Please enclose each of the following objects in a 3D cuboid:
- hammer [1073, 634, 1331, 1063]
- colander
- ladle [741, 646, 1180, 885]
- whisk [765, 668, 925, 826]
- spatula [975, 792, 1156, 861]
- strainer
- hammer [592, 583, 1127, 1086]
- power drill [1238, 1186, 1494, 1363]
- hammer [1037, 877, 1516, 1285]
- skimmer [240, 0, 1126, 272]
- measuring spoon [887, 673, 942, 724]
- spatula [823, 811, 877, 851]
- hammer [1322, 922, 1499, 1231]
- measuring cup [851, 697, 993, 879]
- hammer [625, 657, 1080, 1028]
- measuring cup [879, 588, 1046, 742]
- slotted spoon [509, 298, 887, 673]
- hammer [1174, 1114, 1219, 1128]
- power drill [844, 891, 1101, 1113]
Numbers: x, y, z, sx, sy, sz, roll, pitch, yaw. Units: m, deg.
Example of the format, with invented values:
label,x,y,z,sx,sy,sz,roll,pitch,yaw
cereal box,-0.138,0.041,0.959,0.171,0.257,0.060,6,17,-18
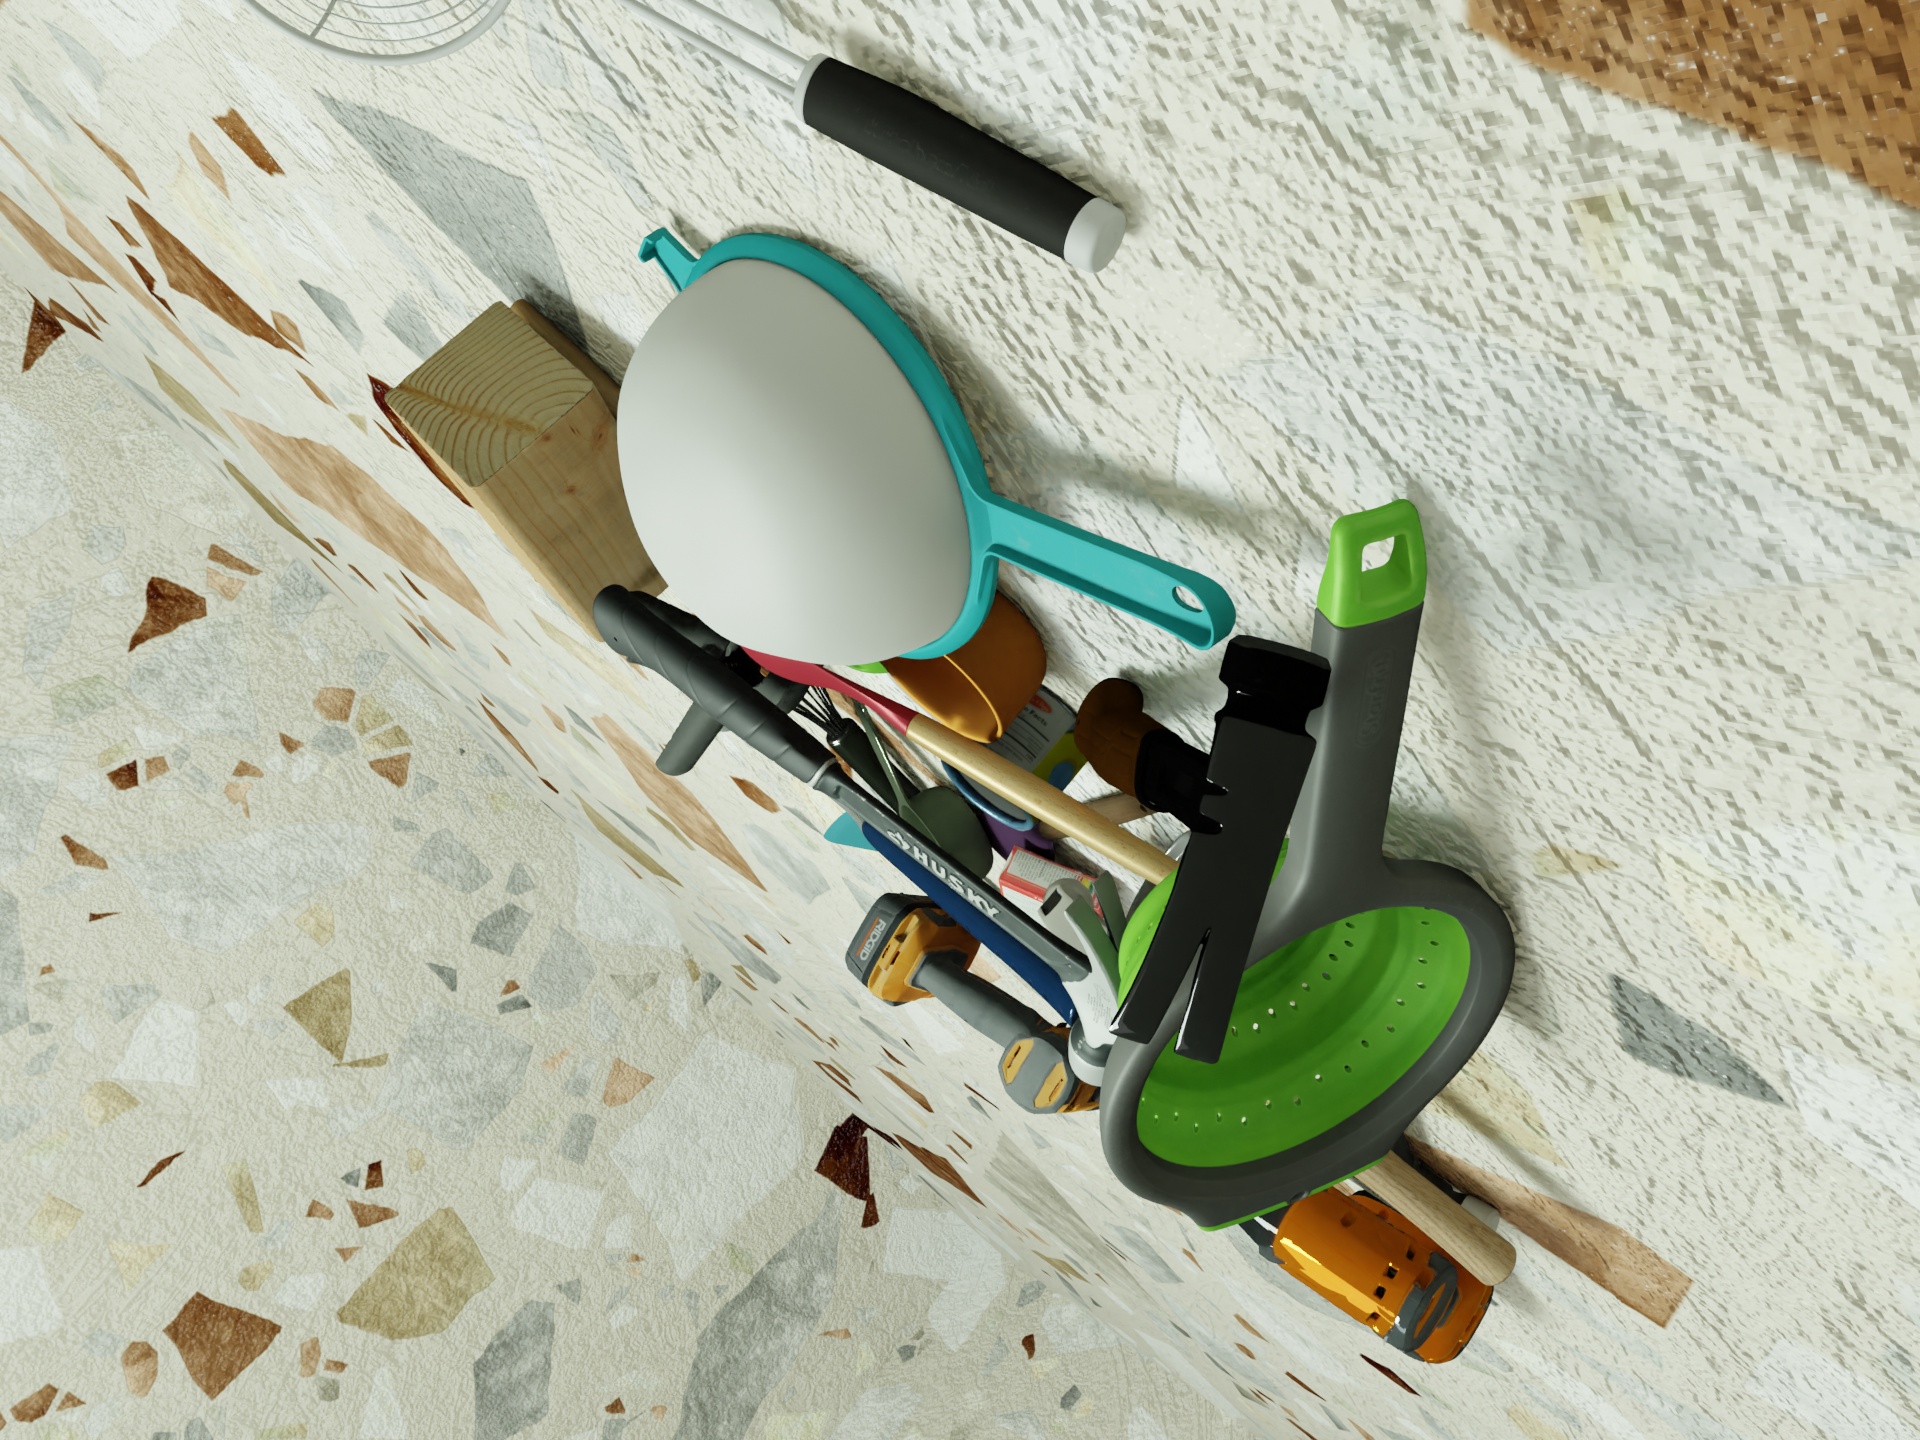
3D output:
label,x,y,z,sx,sy,sz,roll,pitch,yaw
hammer,0.074,0.025,0.625,0.034,0.127,0.337,16,-176,-3
colander,0.134,0.060,0.671,0.095,0.204,0.396,-122,20,-45
ladle,-0.002,0.014,0.816,0.315,0.031,0.069,30,176,19
whisk,-0.088,0.001,1.108,0.246,0.059,0.058,48,-155,-30
spatula,0.065,0.066,0.979,0.060,0.018,0.316,46,163,-4
strainer,-0.045,-0.077,0.668,0.341,0.095,0.210,28,142,40
hammer,-0.064,0.036,0.866,0.409,0.036,0.149,35,150,26
power drill,0.263,0.354,1.065,0.164,0.084,0.226,28,173,35
hammer,0.178,0.207,0.902,0.331,0.031,0.130,39,-177,1
skimmer,-0.114,-0.235,0.538,0.363,0.090,0.127,33,129,17
measuring spoon,-0.002,-0.003,0.972,0.124,0.018,0.034,38,163,33
spatula,0.036,0.165,1.224,0.317,0.044,0.082,41,145,-4
hammer,0.234,0.208,0.938,0.146,0.035,0.334,26,156,37
measuring cup,-0.027,0.042,1.099,0.167,0.038,0.083,64,164,-11
hammer,-0.066,0.061,1.021,0.406,0.035,0.144,36,174,31
measuring cup,-0.028,-0.056,0.840,0.174,0.052,0.095,32,160,31
slotted spoon,-0.150,-0.134,0.946,0.313,0.031,0.070,44,160,-4
hammer,0.121,0.203,0.959,0.128,0.033,0.331,30,-178,3
power drill,0.039,0.229,1.269,0.226,0.084,0.185,34,-171,29
